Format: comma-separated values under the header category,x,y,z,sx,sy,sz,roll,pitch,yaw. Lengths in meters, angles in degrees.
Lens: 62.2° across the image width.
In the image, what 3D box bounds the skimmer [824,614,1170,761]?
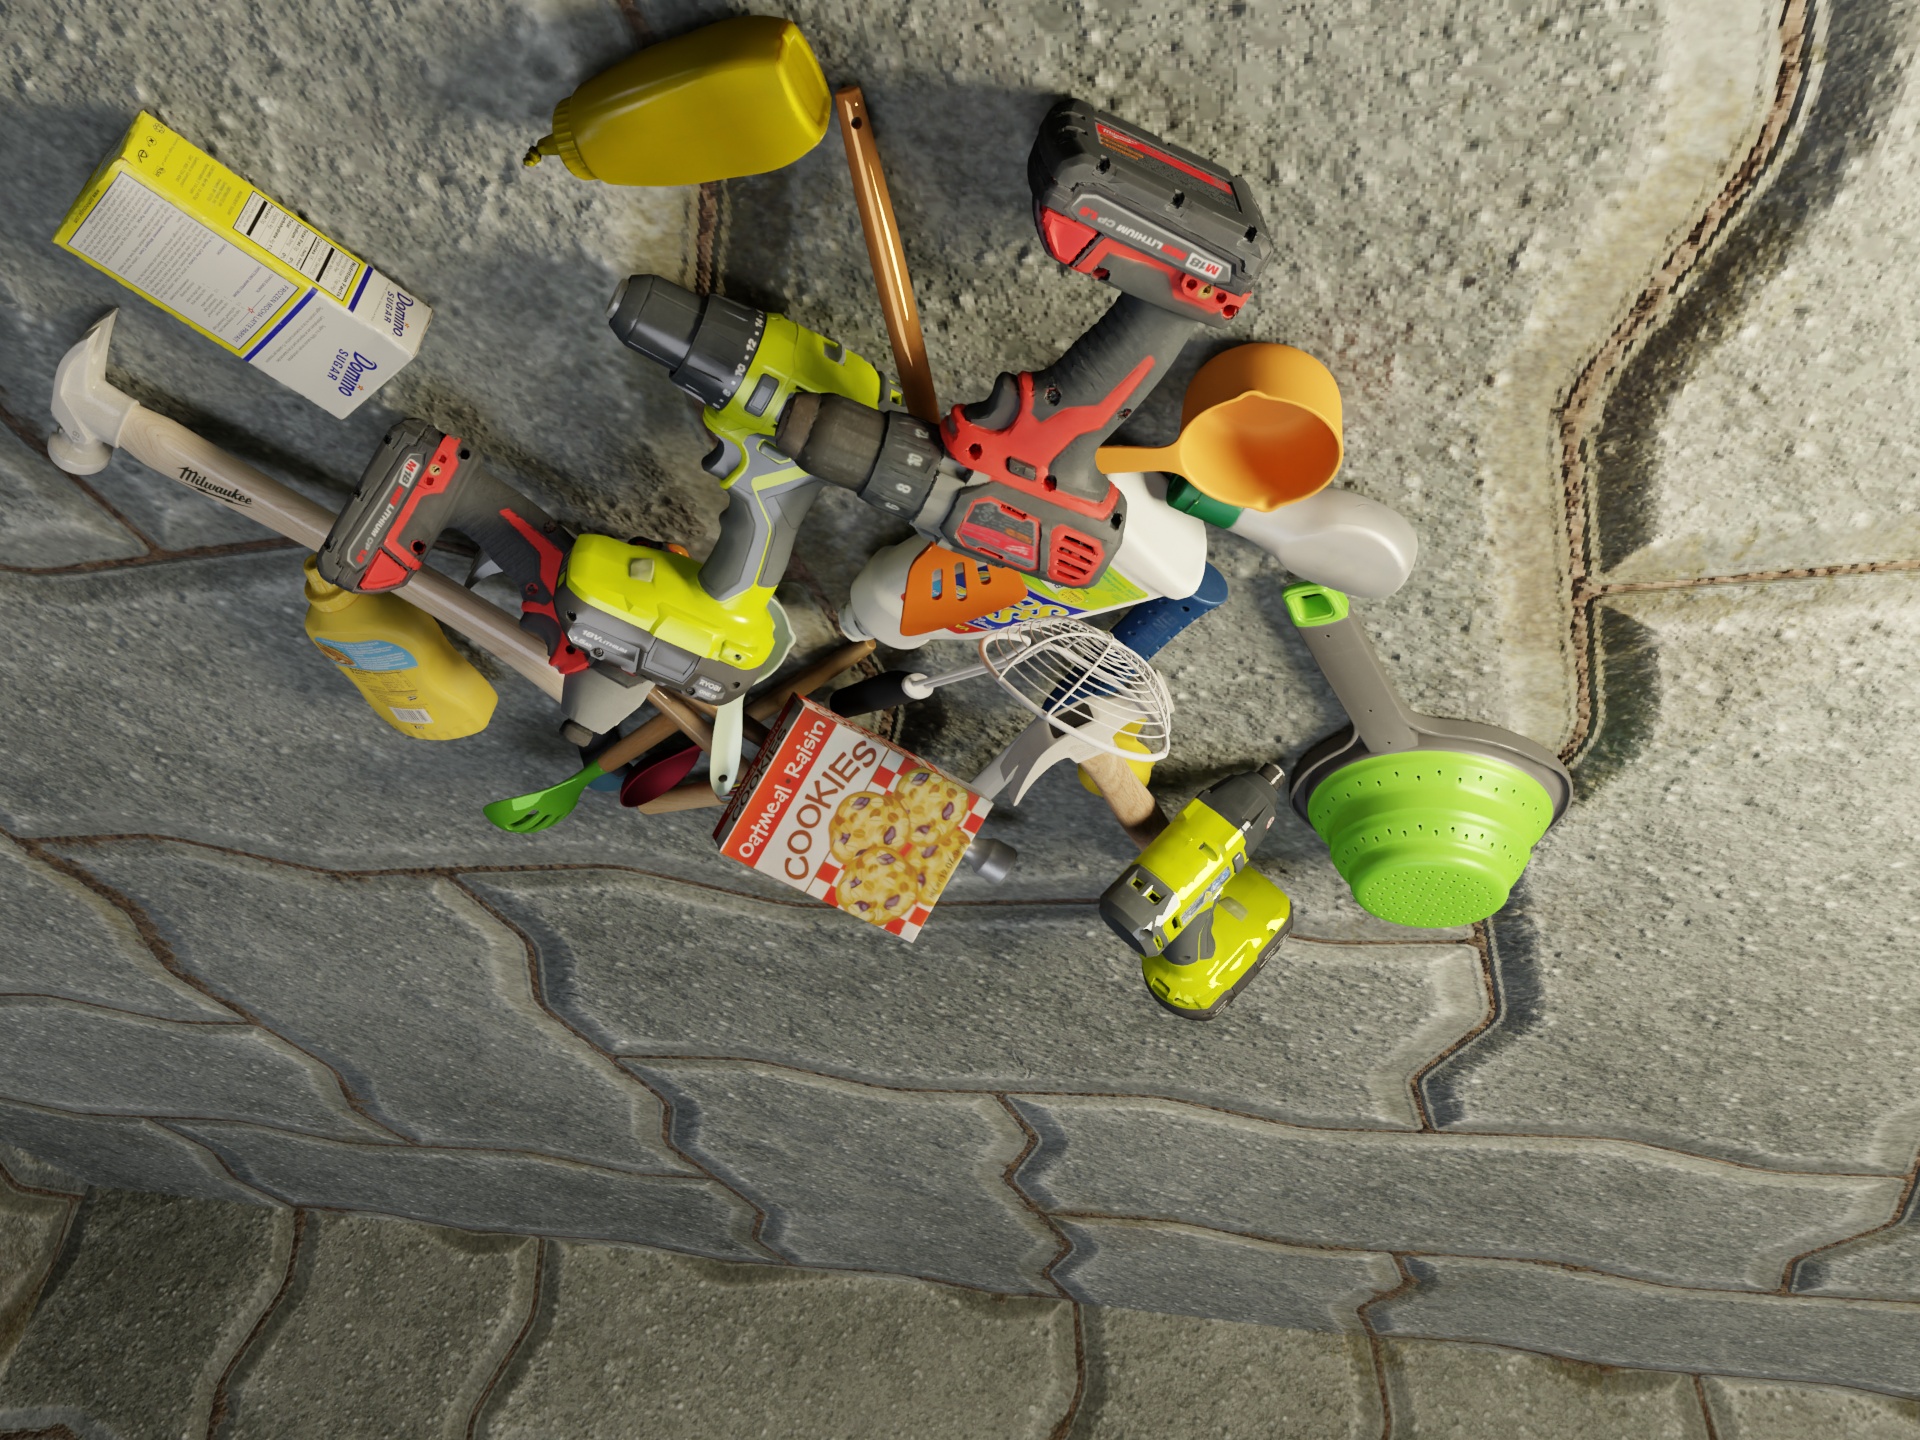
category,x,y,z,sx,sy,sz,roll,pitch,yaw
skimmer,-0.002,-0.003,1.046,0.127,0.090,0.363,16,165,-30

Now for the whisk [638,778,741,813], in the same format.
category,x,y,z,sx,sy,sz,roll,pitch,yaw
whisk,-0.178,0.059,1.317,0.245,0.051,0.047,-9,-176,37

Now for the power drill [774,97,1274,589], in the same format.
category,x,y,z,sx,sy,sz,roll,pitch,yaw
power drill,0.028,-0.180,0.781,0.187,0.080,0.226,20,126,-15

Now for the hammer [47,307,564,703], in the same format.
category,x,y,z,sx,sy,sz,roll,pitch,yaw
hammer,-0.398,-0.116,1.063,0.410,0.038,0.146,31,142,-18

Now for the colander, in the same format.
category,x,y,z,sx,sy,sz,roll,pitch,yaw
colander,0.305,0.048,1.116,0.204,0.095,0.396,-10,143,29

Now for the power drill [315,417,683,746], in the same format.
category,x,y,z,sx,sy,sz,roll,pitch,yaw
power drill,-0.285,-0.086,1.016,0.219,0.143,0.079,29,180,-19

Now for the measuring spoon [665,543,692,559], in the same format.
category,x,y,z,sx,sy,sz,roll,pitch,yaw
measuring spoon,-0.168,-0.087,1.115,0.021,0.011,0.116,-15,140,35

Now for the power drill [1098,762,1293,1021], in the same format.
category,x,y,z,sx,sy,sz,roll,pitch,yaw
power drill,0.196,0.135,1.241,0.080,0.171,0.223,39,167,29

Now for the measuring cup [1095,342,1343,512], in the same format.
category,x,y,z,sx,sy,sz,roll,pitch,yaw
measuring cup,0.123,-0.163,0.877,0.173,0.052,0.095,1,147,18

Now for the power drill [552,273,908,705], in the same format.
category,x,y,z,sx,sy,sz,roll,pitch,yaw
power drill,-0.146,-0.133,0.921,0.190,0.080,0.228,24,121,-22

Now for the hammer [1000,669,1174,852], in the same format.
category,x,y,z,sx,sy,sz,roll,pitch,yaw
hammer,0.124,0.061,1.182,0.130,0.031,0.331,-23,152,9

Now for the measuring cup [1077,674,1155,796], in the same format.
category,x,y,z,sx,sy,sz,roll,pitch,yaw
measuring cup,0.124,0.015,1.174,0.062,0.029,0.156,11,151,-2

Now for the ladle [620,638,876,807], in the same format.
category,x,y,z,sx,sy,sz,roll,pitch,yaw
ladle,-0.170,0.001,1.234,0.315,0.031,0.069,-28,174,40

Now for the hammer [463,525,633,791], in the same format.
category,x,y,z,sx,sy,sz,roll,pitch,yaw
hammer,-0.289,-0.037,1.208,0.128,0.033,0.330,8,148,2

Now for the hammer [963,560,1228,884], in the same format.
category,x,y,z,sx,sy,sz,roll,pitch,yaw
hammer,0.059,0.001,1.156,0.144,0.035,0.405,30,142,-10

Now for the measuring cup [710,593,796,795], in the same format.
category,x,y,z,sx,sy,sz,roll,pitch,yaw
measuring cup,-0.164,-0.025,1.121,0.083,0.038,0.167,-1,121,-18

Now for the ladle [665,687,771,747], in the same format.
category,x,y,z,sx,sy,sz,roll,pitch,yaw
ladle,-0.157,0.010,1.162,0.319,0.062,0.078,35,110,-29

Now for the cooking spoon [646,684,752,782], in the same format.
category,x,y,z,sx,sy,sz,roll,pitch,yaw
cooking spoon,-0.160,0.045,1.222,0.069,0.017,0.318,-5,139,42

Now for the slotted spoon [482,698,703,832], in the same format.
category,x,y,z,sx,sy,sz,roll,pitch,yaw
slotted spoon,-0.264,0.023,1.247,0.313,0.031,0.070,-30,155,29

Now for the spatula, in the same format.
category,x,y,z,sx,sy,sz,roll,pitch,yaw
spatula,-0.024,-0.175,0.851,0.081,0.041,0.322,-18,126,-5
